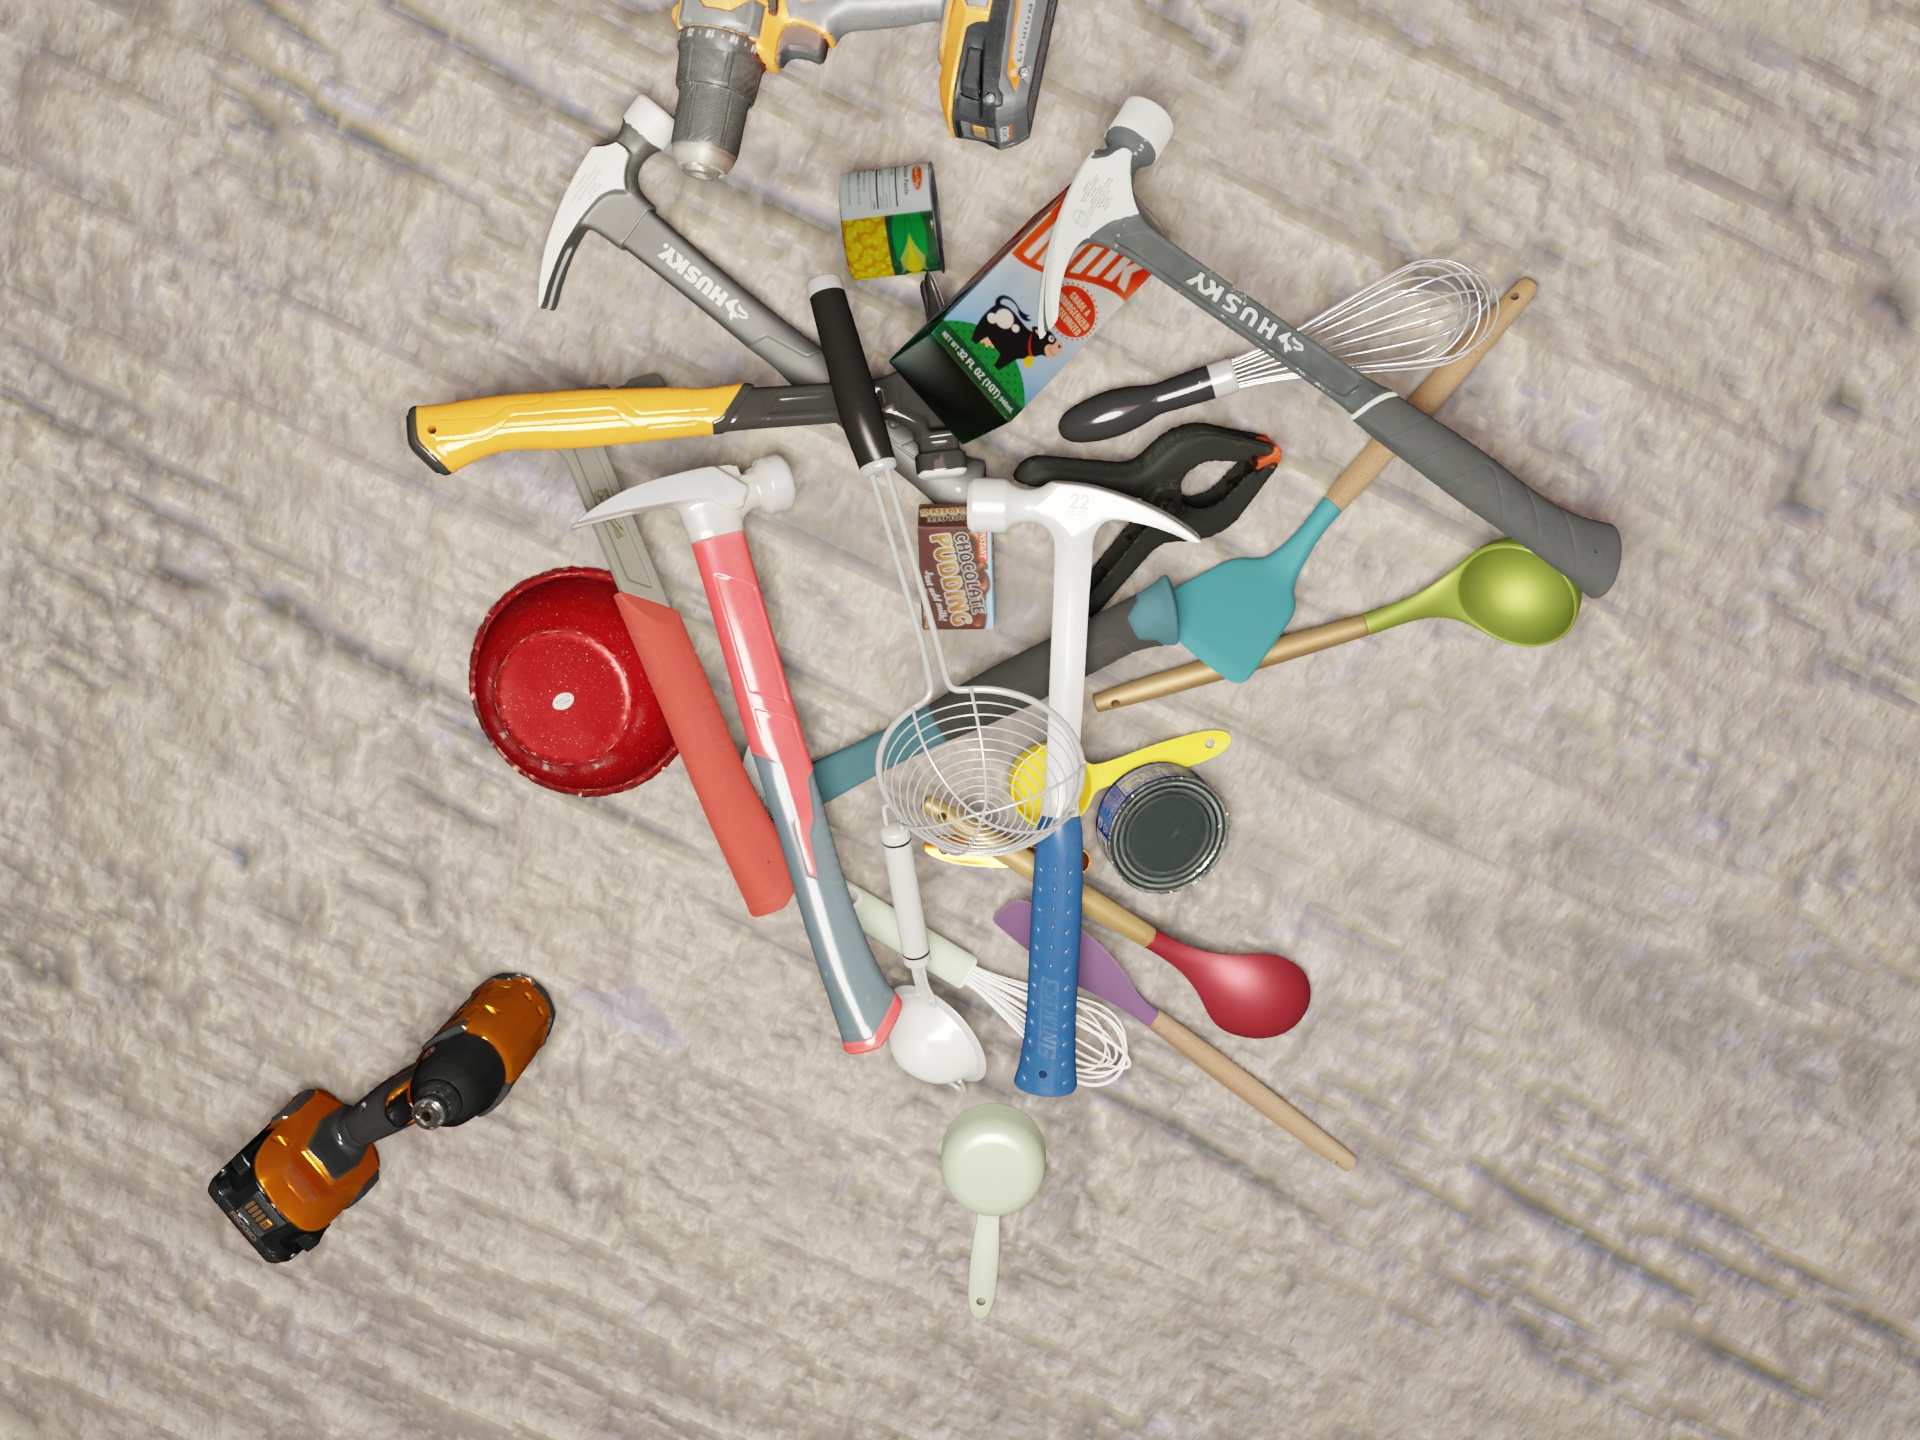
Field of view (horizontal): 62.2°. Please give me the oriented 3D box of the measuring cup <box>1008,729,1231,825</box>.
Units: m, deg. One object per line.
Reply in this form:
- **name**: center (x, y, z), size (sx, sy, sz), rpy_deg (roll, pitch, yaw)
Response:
- **measuring cup**: center (0.107, 0.030, 1.087), size (0.156, 0.029, 0.062), rpy_deg (-15, 105, -7)

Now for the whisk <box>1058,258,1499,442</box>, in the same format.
- **whisk**: center (0.198, -0.229, 1.014), size (0.284, 0.070, 0.070), rpy_deg (-16, 100, 10)

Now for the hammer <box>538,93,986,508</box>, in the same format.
- **hammer**: center (-0.119, -0.238, 1.032), size (0.334, 0.035, 0.146), rpy_deg (39, 100, -6)

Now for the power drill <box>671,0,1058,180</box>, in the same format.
- **power drill**: center (-0.064, -0.408, 0.965), size (0.226, 0.084, 0.185), rpy_deg (12, 93, 3)

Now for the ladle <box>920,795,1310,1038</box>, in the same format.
- **ladle**: center (0.108, 0.133, 1.080), size (0.315, 0.031, 0.069), rpy_deg (31, 106, -11)

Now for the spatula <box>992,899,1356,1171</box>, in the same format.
- **spatula**: center (0.156, 0.222, 1.116), size (0.316, 0.018, 0.059), rpy_deg (38, 141, -8)

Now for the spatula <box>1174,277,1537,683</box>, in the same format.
- **spatula**: center (0.258, -0.161, 1.027), size (0.082, 0.044, 0.317), rpy_deg (44, 99, 22)

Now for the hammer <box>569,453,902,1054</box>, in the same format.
- **hammer**: center (-0.127, 0.031, 1.016), size (0.143, 0.038, 0.386), rpy_deg (-17, 93, -24)

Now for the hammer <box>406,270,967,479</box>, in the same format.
- **hammer**: center (-0.166, -0.198, 0.978), size (0.337, 0.034, 0.127), rpy_deg (-7, 93, -10)

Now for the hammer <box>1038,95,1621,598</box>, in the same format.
- **hammer**: center (0.229, -0.195, 0.951), size (0.409, 0.036, 0.149), rpy_deg (33, 81, -8)

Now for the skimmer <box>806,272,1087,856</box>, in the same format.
- **skimmer**: center (-0.025, -0.092, 0.974), size (0.127, 0.090, 0.363), rpy_deg (-18, 84, 15)

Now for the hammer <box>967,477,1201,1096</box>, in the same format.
- **hammer**: center (0.070, 0.050, 1.021), size (0.144, 0.035, 0.405), rpy_deg (3, 104, 5)

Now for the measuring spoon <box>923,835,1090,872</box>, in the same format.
- **measuring spoon**: center (0.032, 0.092, 1.107), size (0.117, 0.011, 0.021), rpy_deg (5, 102, 5)

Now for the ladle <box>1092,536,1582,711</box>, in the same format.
- **ladle**: center (0.243, -0.050, 1.046), size (0.320, 0.062, 0.078), rpy_deg (-16, 120, 8)

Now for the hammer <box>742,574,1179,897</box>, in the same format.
- **hammer**: center (-0.002, -0.003, 1.058), size (0.331, 0.033, 0.128), rpy_deg (-27, 98, 14)

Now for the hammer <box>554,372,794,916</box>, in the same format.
- **hammer**: center (-0.197, -0.038, 1.030), size (0.149, 0.037, 0.359), rpy_deg (-24, 96, -24)

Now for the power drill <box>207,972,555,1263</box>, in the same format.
- **power drill**: center (-0.393, 0.272, 1.082), size (0.226, 0.164, 0.084), rpy_deg (-34, 99, 10)

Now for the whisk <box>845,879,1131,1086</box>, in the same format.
- **whisk**: center (0.012, 0.180, 1.109), size (0.246, 0.059, 0.058), rpy_deg (31, 64, 0)

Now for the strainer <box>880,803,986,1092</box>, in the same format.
- **strainer**: center (-0.031, 0.165, 1.067), size (0.087, 0.050, 0.258), rpy_deg (16, 127, 37)

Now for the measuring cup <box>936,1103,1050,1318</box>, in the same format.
- **measuring cup**: center (0.020, 0.361, 1.144), size (0.083, 0.038, 0.167), rpy_deg (5, 99, 1)
